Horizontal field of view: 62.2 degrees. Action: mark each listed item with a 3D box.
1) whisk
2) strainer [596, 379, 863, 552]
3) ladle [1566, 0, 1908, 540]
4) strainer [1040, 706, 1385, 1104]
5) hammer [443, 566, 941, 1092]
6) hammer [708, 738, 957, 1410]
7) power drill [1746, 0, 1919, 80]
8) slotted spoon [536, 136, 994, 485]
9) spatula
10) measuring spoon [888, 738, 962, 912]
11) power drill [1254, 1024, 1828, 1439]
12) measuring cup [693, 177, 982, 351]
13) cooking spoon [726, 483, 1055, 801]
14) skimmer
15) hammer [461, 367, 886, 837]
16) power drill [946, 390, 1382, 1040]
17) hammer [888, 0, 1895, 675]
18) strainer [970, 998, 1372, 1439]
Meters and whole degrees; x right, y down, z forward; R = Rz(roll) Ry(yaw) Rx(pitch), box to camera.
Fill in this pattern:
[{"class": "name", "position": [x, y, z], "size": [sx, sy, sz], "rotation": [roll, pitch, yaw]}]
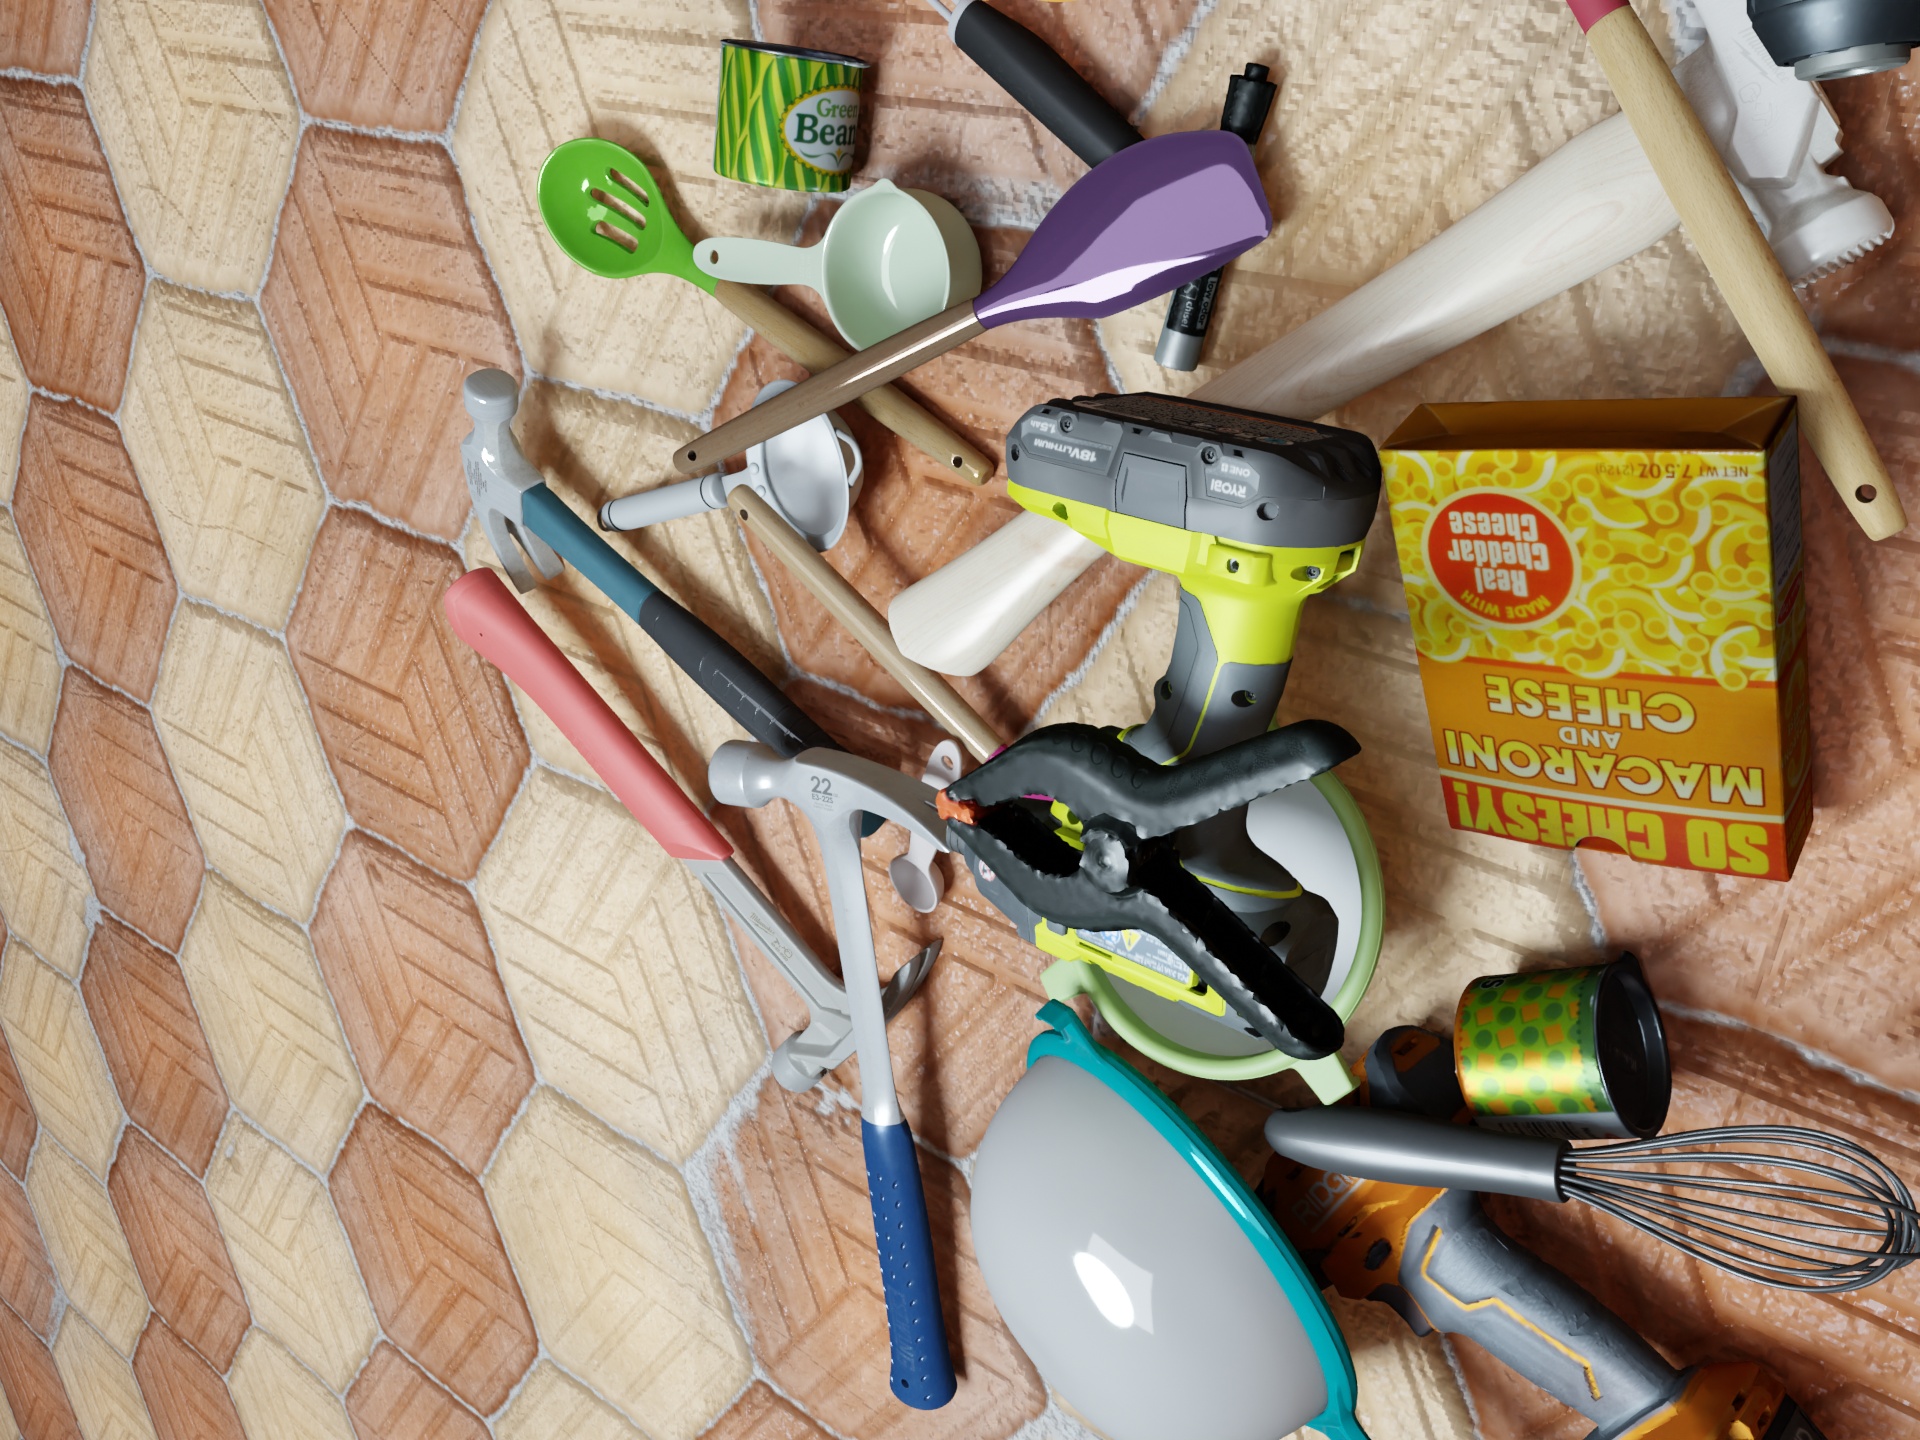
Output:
[{"class": "whisk", "position": [0.216, 0.165, 0.575], "size": [0.239, 0.055, 0.055], "rotation": [-2, 103, 40]}, {"class": "strainer", "position": [-0.121, -0.124, 0.839], "size": [0.258, 0.050, 0.087], "rotation": [-4, 104, 45]}, {"class": "ladle", "position": [0.216, -0.198, 0.499], "size": [0.069, 0.031, 0.315], "rotation": [-30, 84, 39]}, {"class": "strainer", "position": [0.130, 0.022, 0.679], "size": [0.151, 0.069, 0.256], "rotation": [14, 95, 37]}, {"class": "hammer", "position": [-0.168, 0.044, 0.910], "size": [0.359, 0.037, 0.149], "rotation": [48, 129, 9]}, {"class": "hammer", "position": [-0.038, 0.204, 0.848], "size": [0.144, 0.035, 0.405], "rotation": [7, 116, 30]}, {"class": "power drill", "position": [0.232, -0.253, 0.383], "size": [0.080, 0.228, 0.190], "rotation": [5, 107, 38]}, {"class": "slotted spoon", "position": [-0.102, -0.205, 0.806], "size": [0.314, 0.031, 0.070], "rotation": [38, 122, 21]}, {"class": "spatula", "position": [-0.012, -0.171, 0.700], "size": [0.316, 0.018, 0.060], "rotation": [-19, 94, 32]}, {"class": "measuring spoon", "position": [-0.012, 0.051, 0.806], "size": [0.034, 0.018, 0.124], "rotation": [38, 138, 22]}, {"class": "power drill", "position": [0.218, 0.260, 0.665], "size": [0.227, 0.084, 0.164], "rotation": [47, 128, 23]}, {"class": "measuring cup", "position": [-0.060, -0.217, 0.760], "size": [0.168, 0.038, 0.083], "rotation": [17, 115, 36]}, {"class": "cooking spoon", "position": [-0.001, -0.002, 0.770], "size": [0.319, 0.017, 0.068], "rotation": [45, 139, 8]}, {"class": "skimmer", "position": [-0.059, -0.327, 0.689], "size": [0.363, 0.090, 0.127], "rotation": [47, 160, 14]}, {"class": "hammer", "position": [-0.162, -0.054, 0.882], "size": [0.331, 0.033, 0.128], "rotation": [41, 144, 17]}, {"class": "power drill", "position": [0.070, -0.007, 0.614], "size": [0.171, 0.080, 0.223], "rotation": [20, 115, 35]}, {"class": "hammer", "position": [0.116, -0.134, 0.621], "size": [0.410, 0.038, 0.146], "rotation": [-30, 83, 35]}, {"class": "strainer", "position": [0.107, 0.293, 0.684], "size": [0.341, 0.095, 0.210], "rotation": [49, 160, 24]}]
